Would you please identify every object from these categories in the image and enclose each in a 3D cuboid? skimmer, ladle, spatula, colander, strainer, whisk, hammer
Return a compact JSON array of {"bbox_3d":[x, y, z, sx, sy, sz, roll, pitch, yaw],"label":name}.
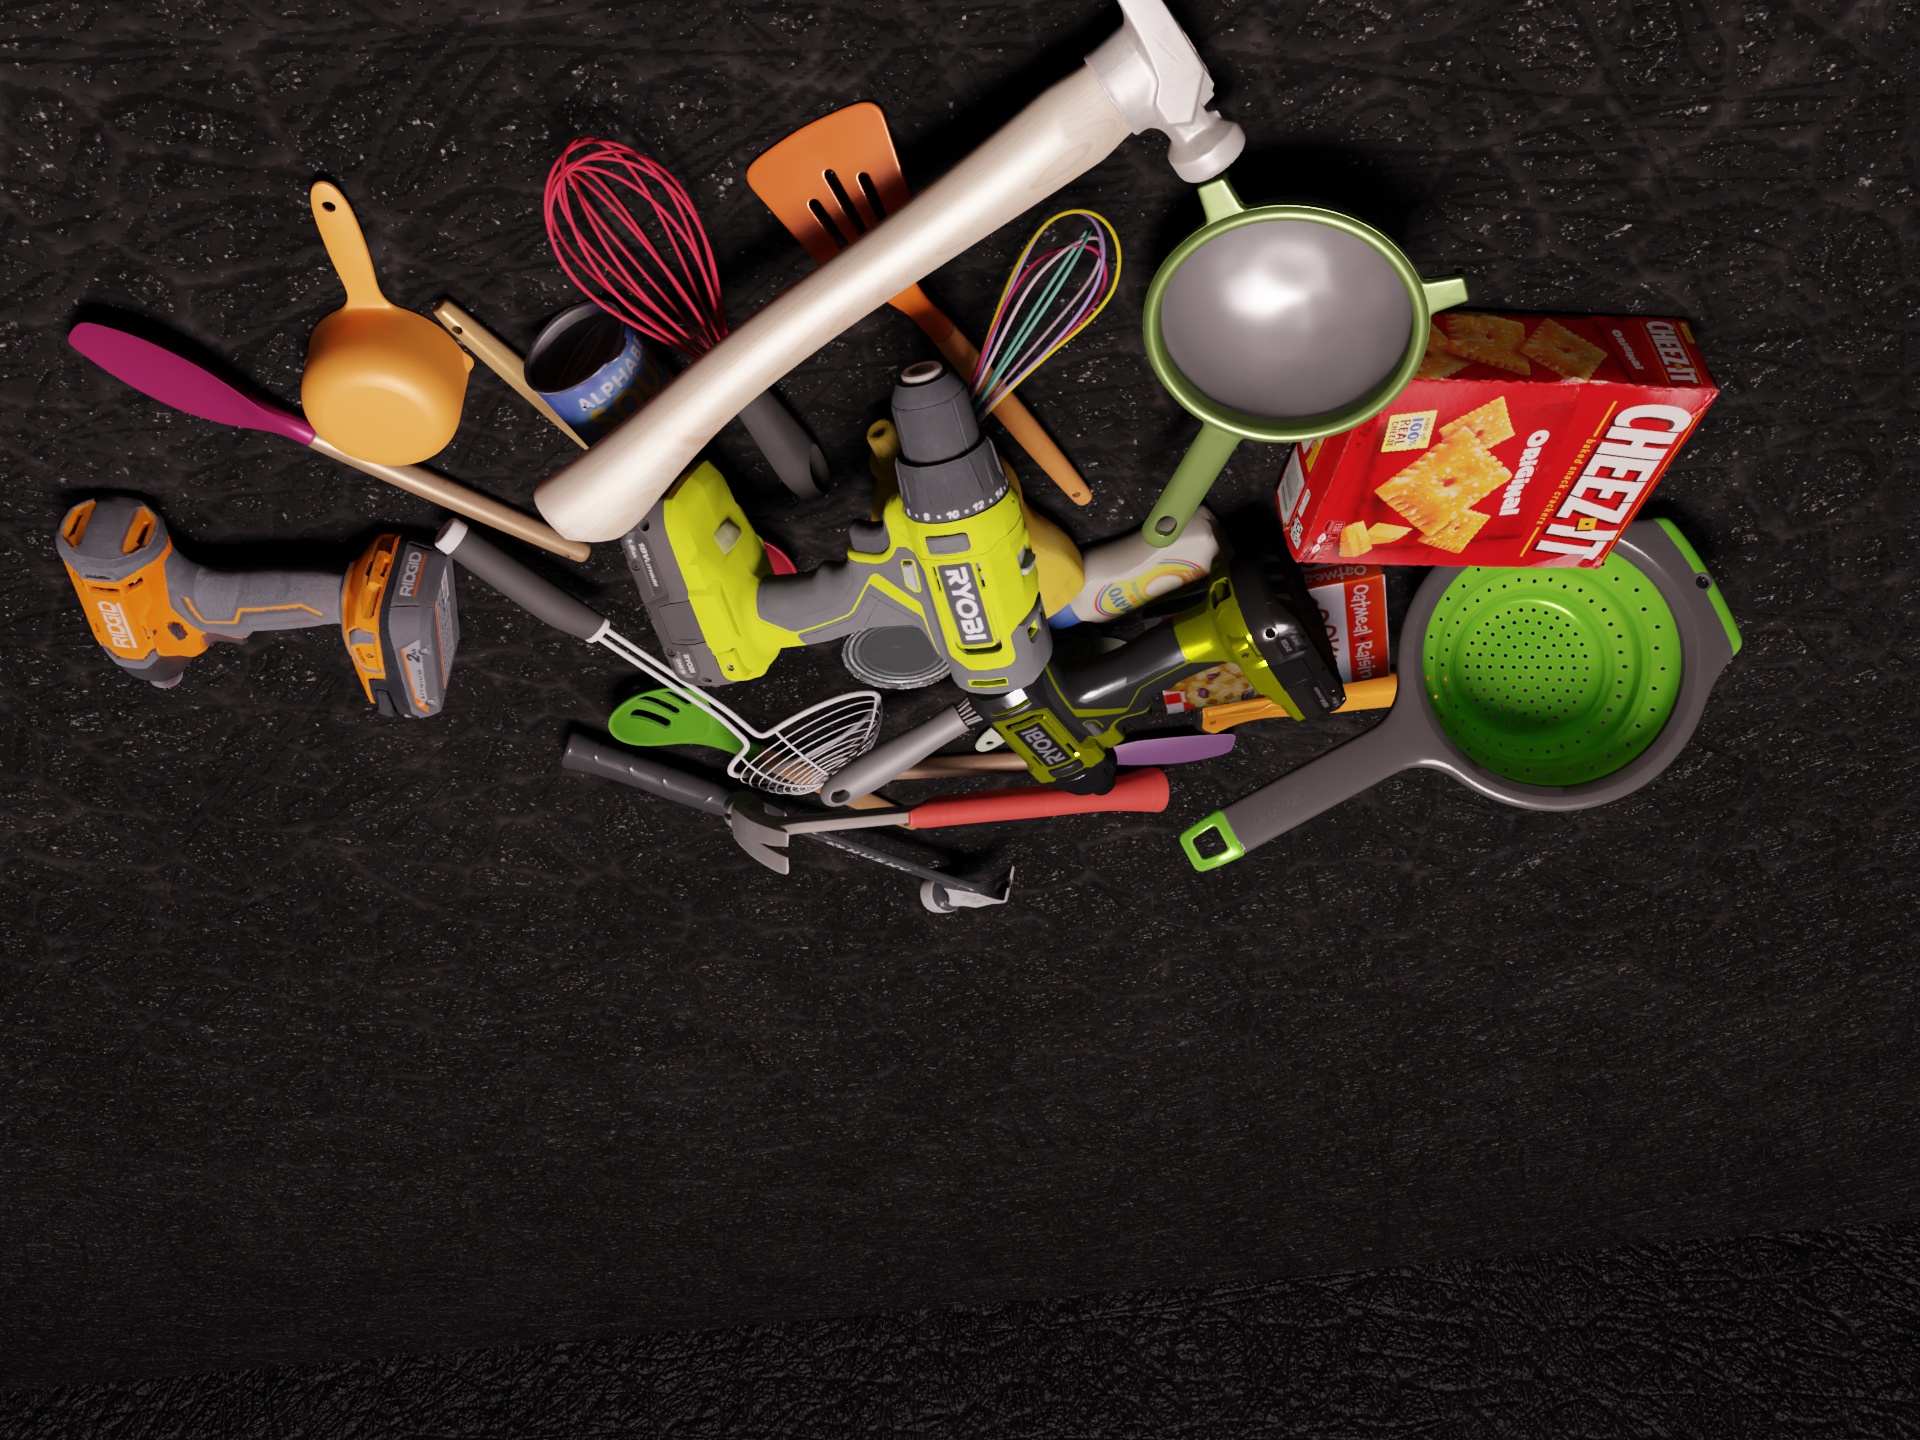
[{"bbox_3d":[-0.205,-0.051,1.126,0.127,0.090,0.363,-35,127,28],"label":"skimmer"},{"bbox_3d":[-0.205,-0.154,0.986,0.069,0.031,0.315,-24,139,22],"label":"ladle"},{"bbox_3d":[0.001,-0.218,0.919,0.081,0.041,0.322,-21,146,22],"label":"spatula"},{"bbox_3d":[0.336,-0.001,1.128,0.397,0.204,0.094,-29,175,7],"label":"colander"},{"bbox_3d":[0.163,-0.201,0.908,0.151,0.069,0.256,20,142,-6],"label":"strainer"},{"bbox_3d":[-0.002,-0.004,1.157,0.239,0.055,0.055,-32,140,8],"label":"whisk"},{"bbox_3d":[-0.137,0.087,1.311,0.408,0.036,0.149,22,162,-28],"label":"hammer"},{"bbox_3d":[0.005,0.070,1.240,0.359,0.036,0.149,-4,-170,-22],"label":"hammer"},{"bbox_3d":[0.345,-0.029,1.220,0.337,0.034,0.127,-6,147,2],"label":"hammer"},{"bbox_3d":[-0.065,-0.224,0.805,0.410,0.038,0.146,-32,129,18],"label":"hammer"},{"bbox_3d":[0.014,-0.179,0.895,0.047,0.051,0.245,22,127,-20],"label":"whisk"},{"bbox_3d":[0.065,0.032,1.295,0.316,0.018,0.059,-4,158,-1],"label":"spatula"},{"bbox_3d":[-0.138,-0.209,0.885,0.073,0.073,0.295,-14,150,15],"label":"whisk"}]

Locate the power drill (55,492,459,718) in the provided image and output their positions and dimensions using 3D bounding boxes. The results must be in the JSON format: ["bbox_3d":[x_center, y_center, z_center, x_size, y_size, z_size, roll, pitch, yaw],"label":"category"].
[{"bbox_3d":[-0.454,-0.064,1.047,0.226,0.084,0.164,7,145,-9],"label":"power drill"}]

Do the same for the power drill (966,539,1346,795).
[{"bbox_3d":[0.138,-0.023,1.087,0.223,0.080,0.171,-22,141,20],"label":"power drill"}]

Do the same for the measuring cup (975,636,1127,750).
[{"bbox_3d":[0.071,-0.005,1.221,0.083,0.038,0.167,25,134,-35],"label":"measuring cup"}]

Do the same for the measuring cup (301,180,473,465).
[{"bbox_3d":[-0.326,-0.208,0.867,0.095,0.052,0.173,-2,148,-3],"label":"measuring cup"}]

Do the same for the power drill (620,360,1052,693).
[{"bbox_3d":[-0.072,-0.103,0.914,0.228,0.080,0.190,-3,124,22],"label":"power drill"}]

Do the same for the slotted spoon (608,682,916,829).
[{"bbox_3d":[-0.146,0.035,1.269,0.070,0.031,0.313,-40,135,25],"label":"slotted spoon"}]

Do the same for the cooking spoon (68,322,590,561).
[{"bbox_3d":[-0.366,-0.162,0.961,0.318,0.017,0.069,24,156,-35],"label":"cooking spoon"}]
